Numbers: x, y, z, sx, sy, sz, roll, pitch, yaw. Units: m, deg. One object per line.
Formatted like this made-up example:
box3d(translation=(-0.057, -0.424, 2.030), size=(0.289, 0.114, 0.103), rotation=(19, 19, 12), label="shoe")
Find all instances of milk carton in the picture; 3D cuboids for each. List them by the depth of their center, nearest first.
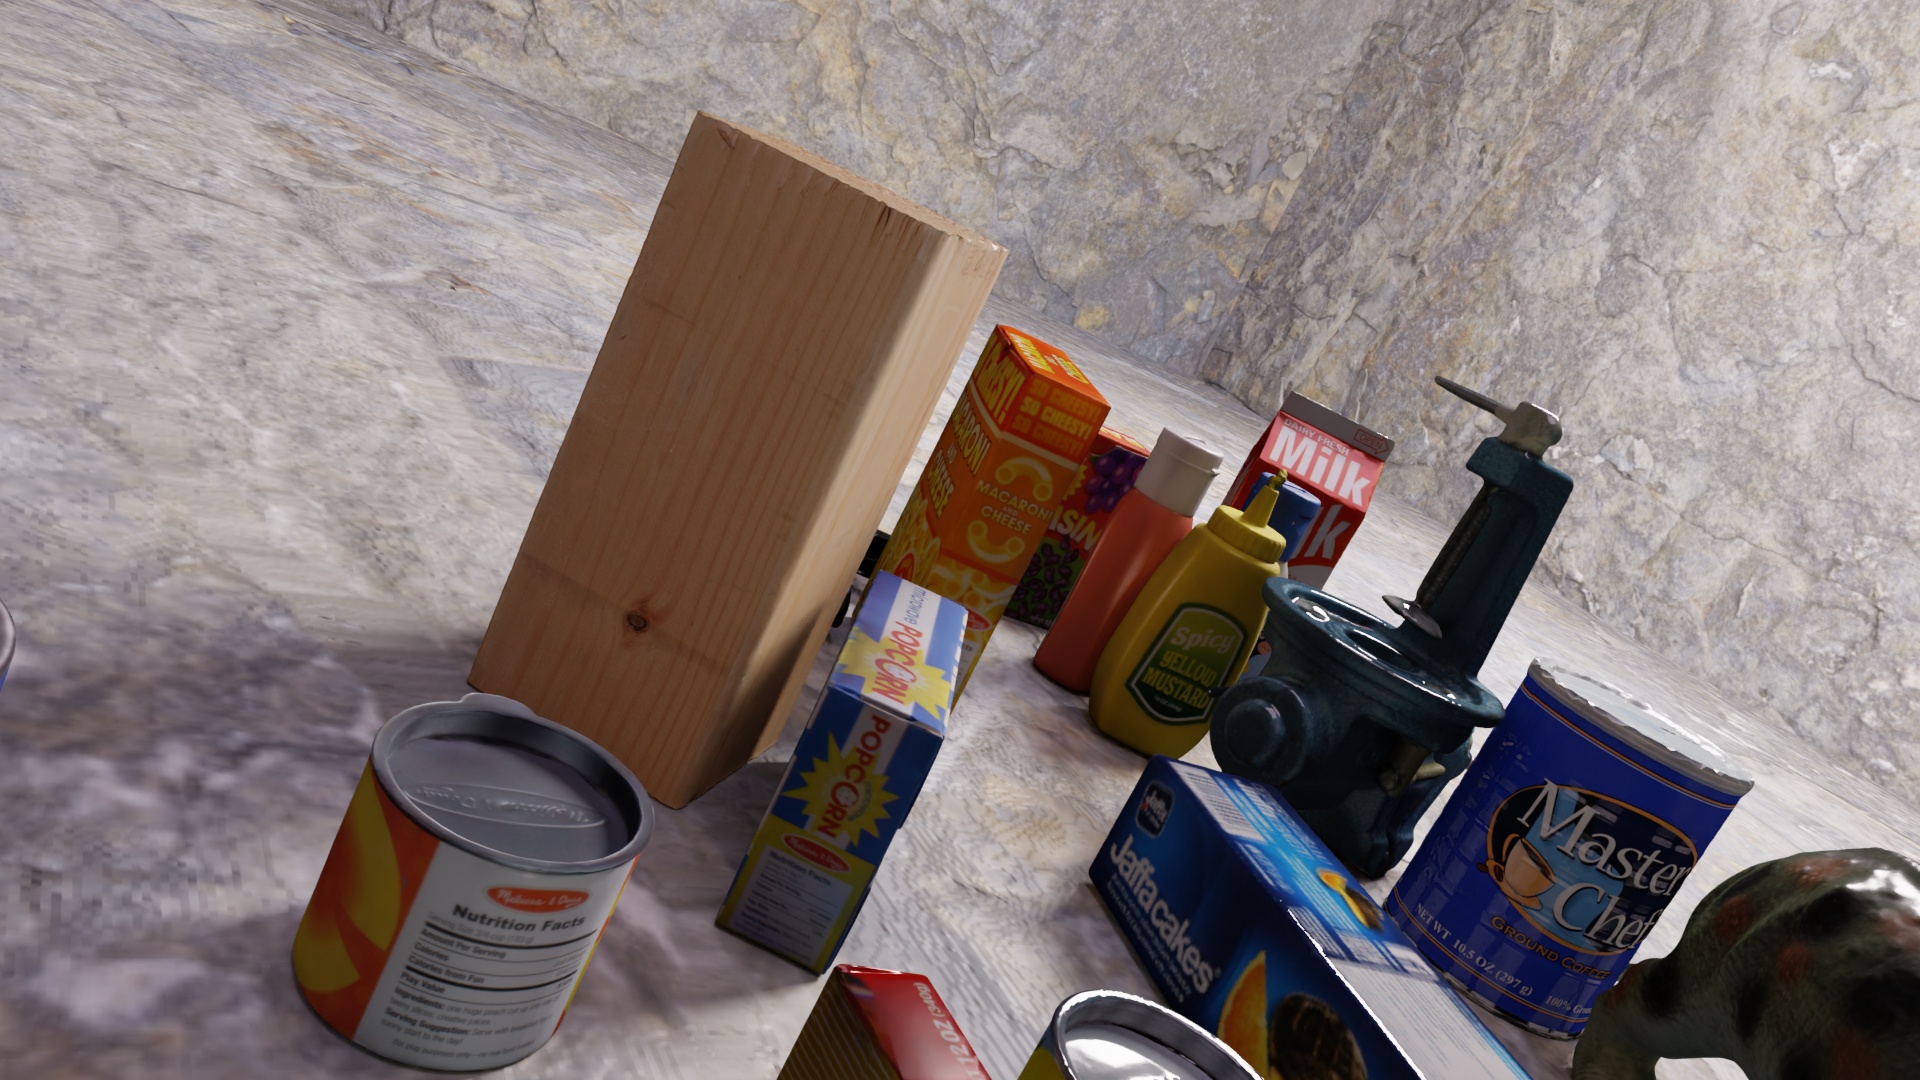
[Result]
box3d(translation=(0.185, 0.008, 0.843), size=(0.072, 0.190, 0.073), rotation=(28, 13, 4), label="milk carton")

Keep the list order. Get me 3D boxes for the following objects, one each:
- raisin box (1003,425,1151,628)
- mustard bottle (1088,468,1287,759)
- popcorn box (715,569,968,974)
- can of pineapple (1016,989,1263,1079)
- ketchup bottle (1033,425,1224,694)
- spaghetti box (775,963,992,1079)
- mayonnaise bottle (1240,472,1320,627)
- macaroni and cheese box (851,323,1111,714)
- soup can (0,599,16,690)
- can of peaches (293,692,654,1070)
box3d(translation=(0.049, -0.015, 0.823), size=(0.086, 0.123, 0.040), rotation=(20, 15, -25), label="raisin box")
box3d(translation=(0.123, 0.034, 0.705), size=(0.065, 0.159, 0.049), rotation=(24, 14, -11), label="mustard bottle")
box3d(translation=(-0.034, 0.068, 0.455), size=(0.038, 0.085, 0.127), rotation=(26, 14, -3), label="popcorn box")
box3d(translation=(0.040, 0.154, 0.334), size=(0.071, 0.057, 0.071), rotation=(25, 14, -6), label="can of pineapple")
box3d(translation=(0.094, 0.011, 0.758), size=(0.043, 0.148, 0.065), rotation=(32, 15, 22), label="ketchup bottle")
box3d(translation=(0.027, 0.178, 0.242), size=(0.029, 0.050, 0.251), rotation=(16, 17, -36), label="spaghetti box")
box3d(translation=(0.148, 0.035, 0.769), size=(0.065, 0.147, 0.041), rotation=(11, 21, -49), label="mayonnaise bottle")
box3d(translation=(0.002, -0.008, 0.626), size=(0.040, 0.166, 0.124), rotation=(24, 14, -12), label="macaroni and cheese box")
box3d(translation=(-0.205, 0.047, 0.229), size=(0.071, 0.083, 0.071), rotation=(25, 14, -6), label="soup can")
box3d(translation=(-0.115, 0.079, 0.329), size=(0.071, 0.058, 0.071), rotation=(25, 14, -6), label="can of peaches")
